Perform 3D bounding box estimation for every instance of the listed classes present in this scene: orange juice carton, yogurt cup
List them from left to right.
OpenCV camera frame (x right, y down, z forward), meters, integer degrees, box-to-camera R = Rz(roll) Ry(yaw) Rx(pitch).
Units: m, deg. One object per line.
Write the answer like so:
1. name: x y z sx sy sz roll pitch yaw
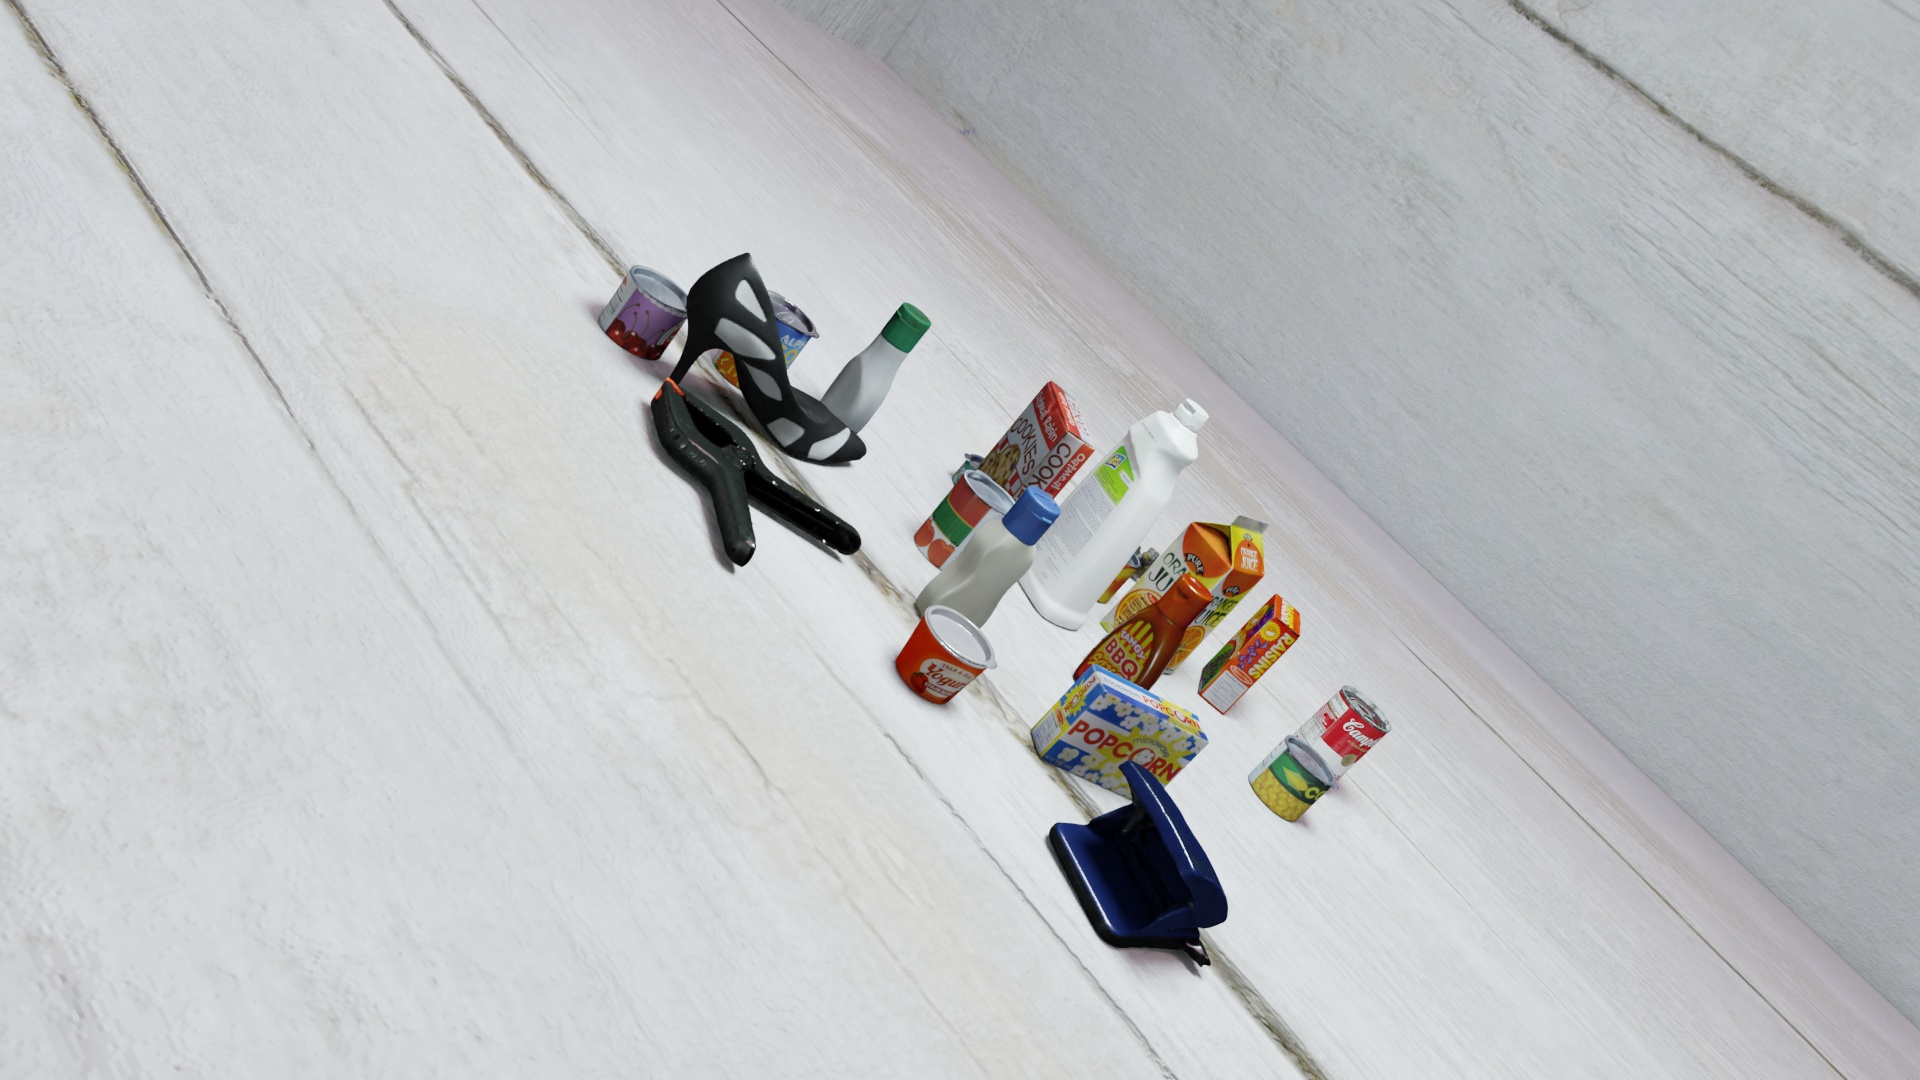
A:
1. yogurt cup: -0.015 0.093 1.104 0.072 0.053 0.073 34 21 -15
2. orange juice carton: 0.243 0.047 1.449 0.072 0.192 0.073 14 32 -50

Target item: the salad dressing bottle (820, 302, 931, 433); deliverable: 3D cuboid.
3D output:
1. salad dressing bottle: -0.086 -0.172 1.401 0.044 0.147 0.064 23 25 -39

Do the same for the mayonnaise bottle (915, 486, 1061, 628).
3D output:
1. mayonnaise bottle: 0.028 0.018 1.198 0.065 0.147 0.041 23 25 -38

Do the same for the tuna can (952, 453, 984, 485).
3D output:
1. tuna can: 0.024 -0.063 1.530 0.071 0.032 0.071 34 21 -15

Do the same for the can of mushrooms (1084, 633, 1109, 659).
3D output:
1. can of mushrooms: 0.156 0.126 1.363 0.071 0.033 0.071 34 21 -15

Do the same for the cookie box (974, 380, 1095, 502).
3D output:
1. cookie box: 0.061 -0.068 1.409 0.040 0.167 0.123 32 21 -22

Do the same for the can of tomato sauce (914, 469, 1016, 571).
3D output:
1. can of tomato sauce: 0.005 -0.017 1.326 0.071 0.083 0.071 34 21 -15

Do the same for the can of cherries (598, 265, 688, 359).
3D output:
1. can of cherries: -0.282 -0.204 1.257 0.071 0.058 0.072 34 21 -15

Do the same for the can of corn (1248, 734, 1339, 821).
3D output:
1. can of corn: 0.334 0.241 1.394 0.071 0.058 0.071 34 21 -15

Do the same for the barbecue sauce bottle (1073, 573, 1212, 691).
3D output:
1. barbecue sauce bottle: 0.172 0.095 1.288 0.044 0.148 0.065 12 33 -52

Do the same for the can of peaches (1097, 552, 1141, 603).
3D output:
1. can of peaches: 0.154 0.027 1.532 0.071 0.058 0.071 34 21 -15

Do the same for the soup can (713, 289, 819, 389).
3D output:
1. soup can: -0.189 -0.189 1.350 0.071 0.083 0.071 34 21 -15

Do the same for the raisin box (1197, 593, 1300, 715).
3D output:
1. raisin box: 0.316 0.123 1.516 0.040 0.123 0.086 40 20 2

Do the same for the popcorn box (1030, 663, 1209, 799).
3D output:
1. popcorn box: 0.134 0.164 1.168 0.126 0.085 0.038 28 23 -29
